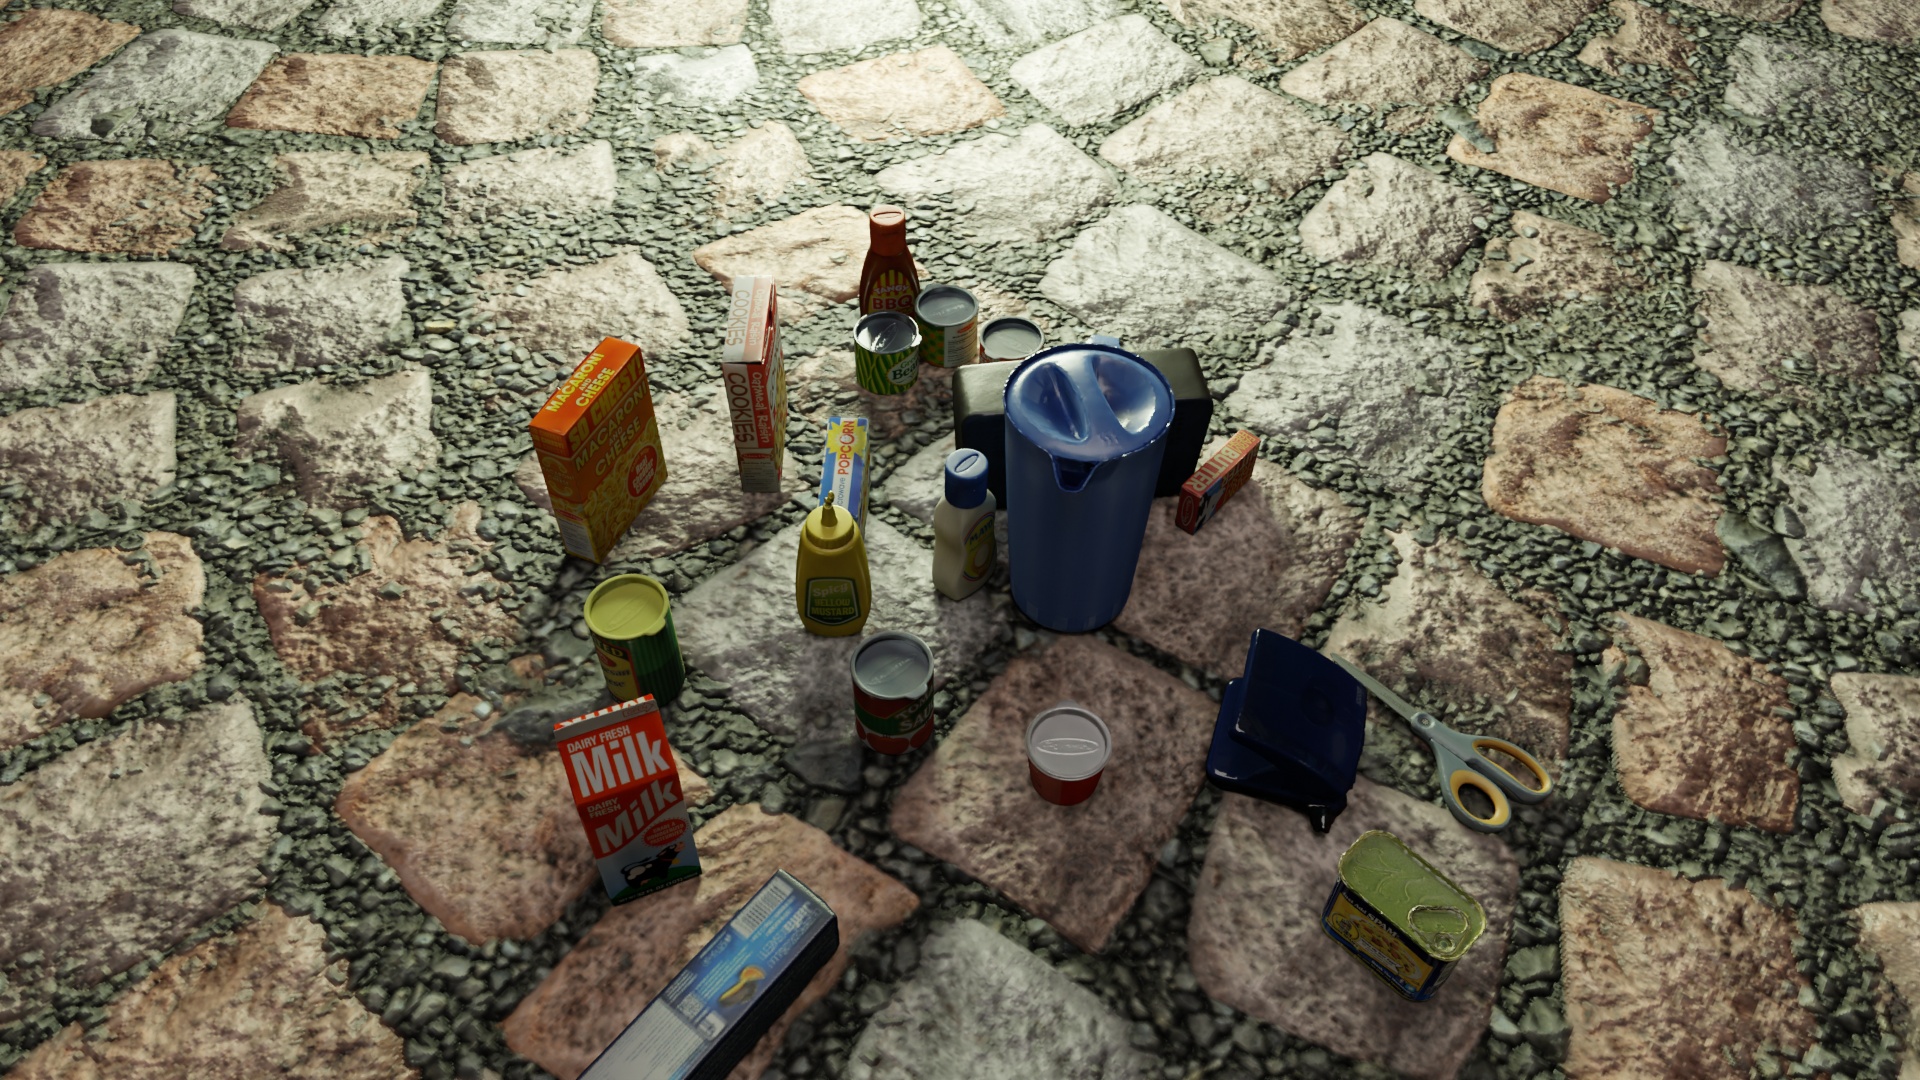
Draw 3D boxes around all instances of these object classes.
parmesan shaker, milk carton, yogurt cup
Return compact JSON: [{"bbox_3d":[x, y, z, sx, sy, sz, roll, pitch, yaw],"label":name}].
[{"bbox_3d":[-0.263,0.087,1.136,0.071,0.102,0.072,0,49,0],"label":"parmesan shaker"},{"bbox_3d":[-0.240,0.178,0.998,0.072,0.189,0.074,-18,51,-16],"label":"milk carton"},{"bbox_3d":[0.084,0.173,1.098,0.072,0.053,0.073,0,49,0],"label":"yogurt cup"}]

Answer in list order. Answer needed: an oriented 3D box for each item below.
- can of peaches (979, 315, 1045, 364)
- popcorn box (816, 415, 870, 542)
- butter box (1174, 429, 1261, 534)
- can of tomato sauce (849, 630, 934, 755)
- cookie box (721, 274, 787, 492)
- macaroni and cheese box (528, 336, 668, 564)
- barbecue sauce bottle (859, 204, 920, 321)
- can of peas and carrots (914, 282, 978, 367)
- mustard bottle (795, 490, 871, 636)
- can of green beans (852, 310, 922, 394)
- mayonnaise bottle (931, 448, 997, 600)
[{"bbox_3d":[0.050,-0.184,1.407,0.071,0.057,0.071,0,49,0],"label":"can of peaches"},{"bbox_3d":[-0.105,-0.039,1.261,0.038,0.084,0.127,2,49,1],"label":"popcorn box"},{"bbox_3d":[0.241,-0.056,1.302,0.024,0.052,0.104,33,56,25],"label":"butter box"},{"bbox_3d":[-0.052,0.125,1.119,0.071,0.082,0.071,0,49,0],"label":"can of tomato sauce"},{"bbox_3d":[-0.189,-0.145,1.298,0.040,0.166,0.123,0,49,-1],"label":"cookie box"},{"bbox_3d":[-0.320,-0.079,1.238,0.040,0.165,0.124,18,51,14],"label":"macaroni and cheese box"},{"bbox_3d":[-0.073,-0.273,1.424,0.065,0.147,0.044,-7,49,-7],"label":"barbecue sauce bottle"},{"bbox_3d":[-0.016,-0.223,1.441,0.071,0.058,0.071,0,49,0],"label":"can of peas and carrots"},{"bbox_3d":[-0.108,0.017,1.161,0.065,0.159,0.049,-1,49,-2],"label":"mustard bottle"},{"bbox_3d":[-0.075,-0.190,1.411,0.071,0.057,0.071,0,49,0],"label":"can of green beans"},{"bbox_3d":[0.004,-0.015,1.199,0.041,0.147,0.065,33,56,25],"label":"mayonnaise bottle"}]
